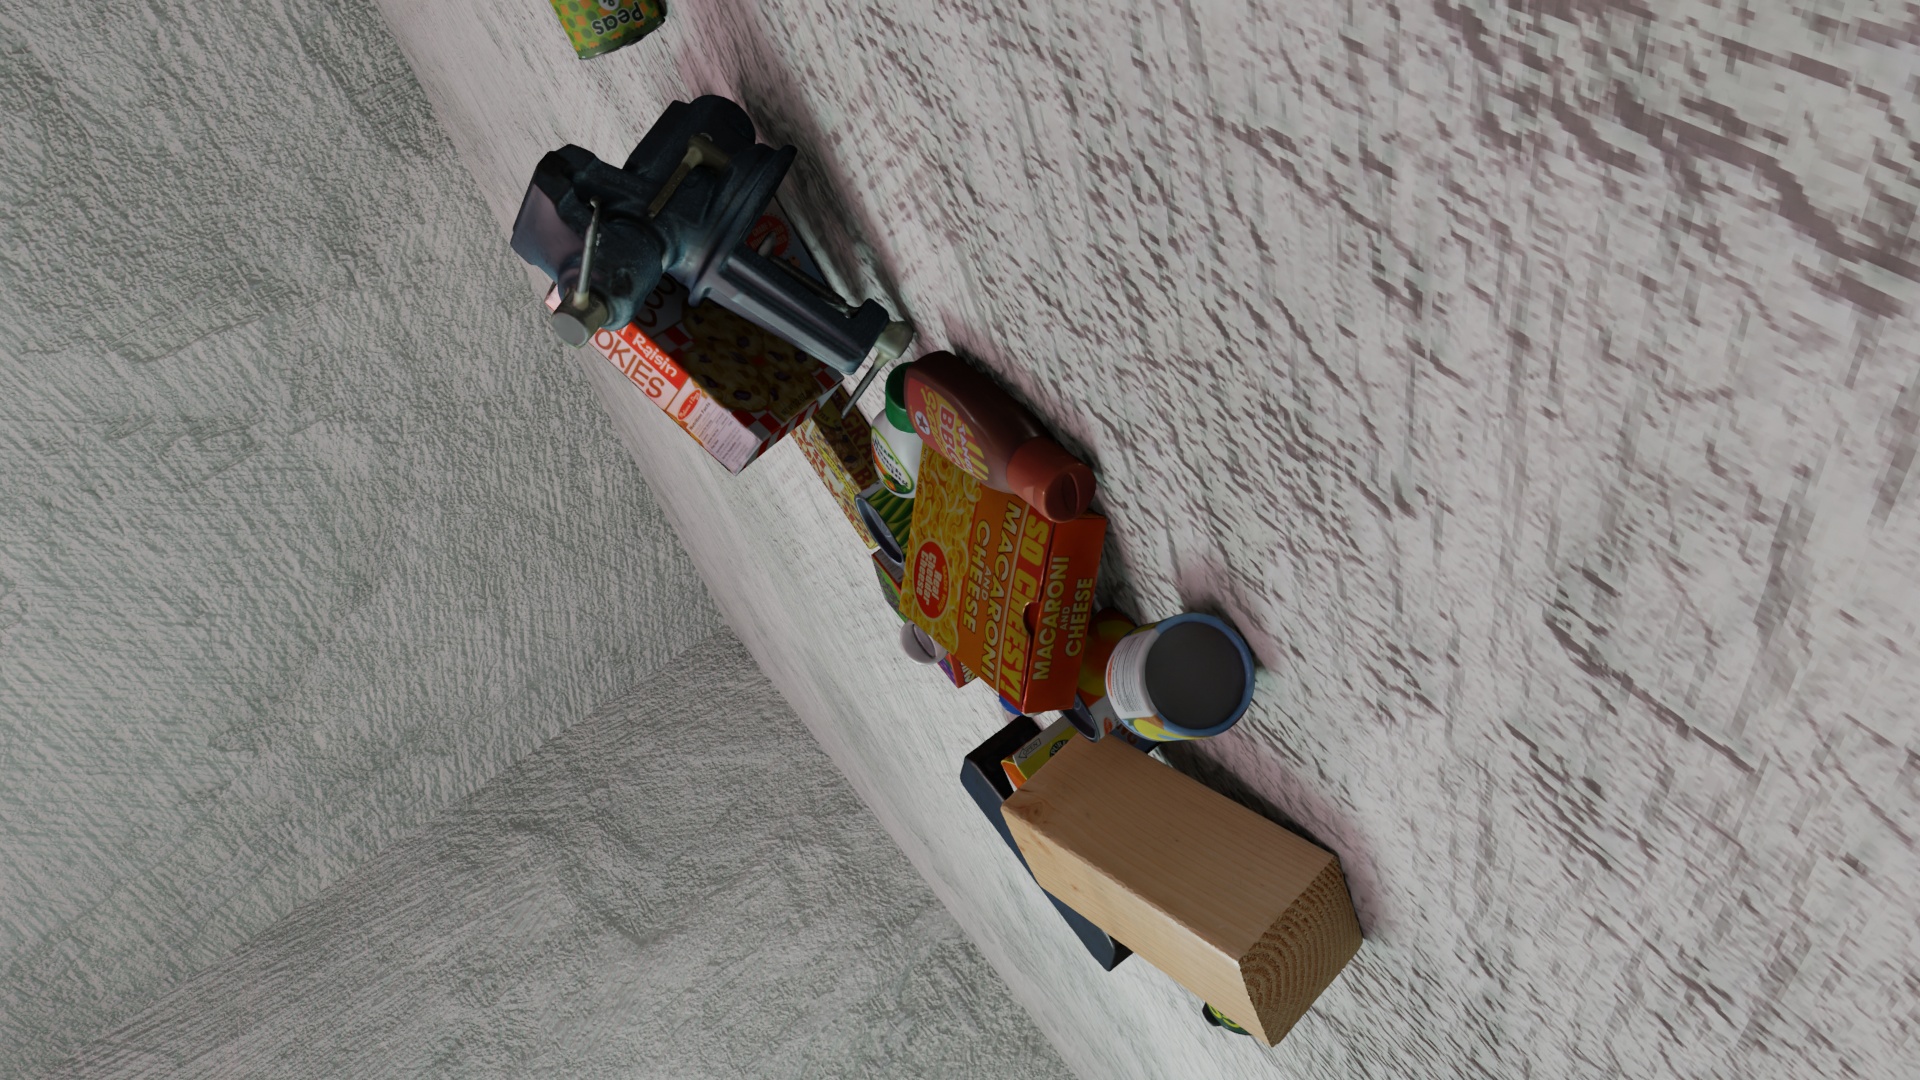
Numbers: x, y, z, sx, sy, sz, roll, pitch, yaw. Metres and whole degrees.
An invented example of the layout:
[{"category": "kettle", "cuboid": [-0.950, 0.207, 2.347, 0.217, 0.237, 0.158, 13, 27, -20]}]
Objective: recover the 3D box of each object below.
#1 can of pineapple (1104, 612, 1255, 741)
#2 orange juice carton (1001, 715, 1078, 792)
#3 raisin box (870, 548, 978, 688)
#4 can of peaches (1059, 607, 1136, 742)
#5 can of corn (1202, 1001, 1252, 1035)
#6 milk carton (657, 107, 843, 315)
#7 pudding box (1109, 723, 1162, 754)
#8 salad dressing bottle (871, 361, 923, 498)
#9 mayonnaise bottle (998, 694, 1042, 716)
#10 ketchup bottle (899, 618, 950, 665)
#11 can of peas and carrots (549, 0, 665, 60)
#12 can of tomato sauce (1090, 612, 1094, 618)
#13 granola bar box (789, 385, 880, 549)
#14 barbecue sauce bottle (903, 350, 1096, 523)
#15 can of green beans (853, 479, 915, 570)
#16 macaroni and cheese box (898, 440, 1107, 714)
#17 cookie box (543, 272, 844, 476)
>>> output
[{"category": "can of pineapple", "cuboid": [0.118, 0.074, 0.742, 0.071, 0.071, 0.057, 55, 166, 2]}, {"category": "orange juice carton", "cuboid": [0.094, 0.209, 1.116, 0.073, 0.072, 0.191, 40, 159, 46]}, {"category": "raisin box", "cuboid": [-0.026, 0.064, 1.261, 0.124, 0.040, 0.085, 49, 164, 31]}, {"category": "can of peaches", "cuboid": [0.087, 0.082, 0.878, 0.071, 0.058, 0.071, 52, 166, 18]}, {"category": "can of corn", "cuboid": [0.200, 0.308, 0.986, 0.071, 0.071, 0.058, 42, 160, 44]}, {"category": "milk carton", "cuboid": [-0.169, -0.222, 1.012, 0.190, 0.073, 0.072, 59, 166, -12]}, {"category": "pudding box", "cuboid": [0.102, 0.120, 0.972, 0.084, 0.030, 0.049, 53, 165, 12]}, {"category": "salad dressing bottle", "cuboid": [-0.035, -0.076, 0.956, 0.064, 0.044, 0.147, 54, 166, 14]}, {"category": "mayonnaise bottle", "cuboid": [0.054, 0.106, 1.083, 0.065, 0.041, 0.147, 55, 167, 12]}, {"category": "ketchup bottle", "cuboid": [-0.007, 0.055, 1.024, 0.064, 0.043, 0.149, 57, -163, -2]}, {"category": "can of peas and carrots", "cuboid": [-0.244, -0.368, 0.946, 0.071, 0.071, 0.058, 35, 154, 55]}, {"category": "can of tomato sauce", "cuboid": [0.049, 0.064, 0.942, 0.083, 0.071, 0.071, 22, 144, 59]}, {"category": "granola bar box", "cuboid": [-0.102, -0.075, 1.196, 0.165, 0.039, 0.124, 56, 166, 1]}, {"category": "barbecue sauce bottle", "cuboid": [0.022, -0.058, 0.807, 0.149, 0.044, 0.064, 40, 151, 47]}, {"category": "can of green beans", "cuboid": [-0.039, -0.022, 1.065, 0.071, 0.058, 0.071, 51, 165, 20]}, {"category": "macaroni and cheese box", "cuboid": [0.020, 0.018, 0.867, 0.167, 0.040, 0.123, 35, 121, 56]}, {"category": "cookie box", "cuboid": [-0.172, -0.134, 0.923, 0.167, 0.123, 0.040, 43, 124, -2]}]
